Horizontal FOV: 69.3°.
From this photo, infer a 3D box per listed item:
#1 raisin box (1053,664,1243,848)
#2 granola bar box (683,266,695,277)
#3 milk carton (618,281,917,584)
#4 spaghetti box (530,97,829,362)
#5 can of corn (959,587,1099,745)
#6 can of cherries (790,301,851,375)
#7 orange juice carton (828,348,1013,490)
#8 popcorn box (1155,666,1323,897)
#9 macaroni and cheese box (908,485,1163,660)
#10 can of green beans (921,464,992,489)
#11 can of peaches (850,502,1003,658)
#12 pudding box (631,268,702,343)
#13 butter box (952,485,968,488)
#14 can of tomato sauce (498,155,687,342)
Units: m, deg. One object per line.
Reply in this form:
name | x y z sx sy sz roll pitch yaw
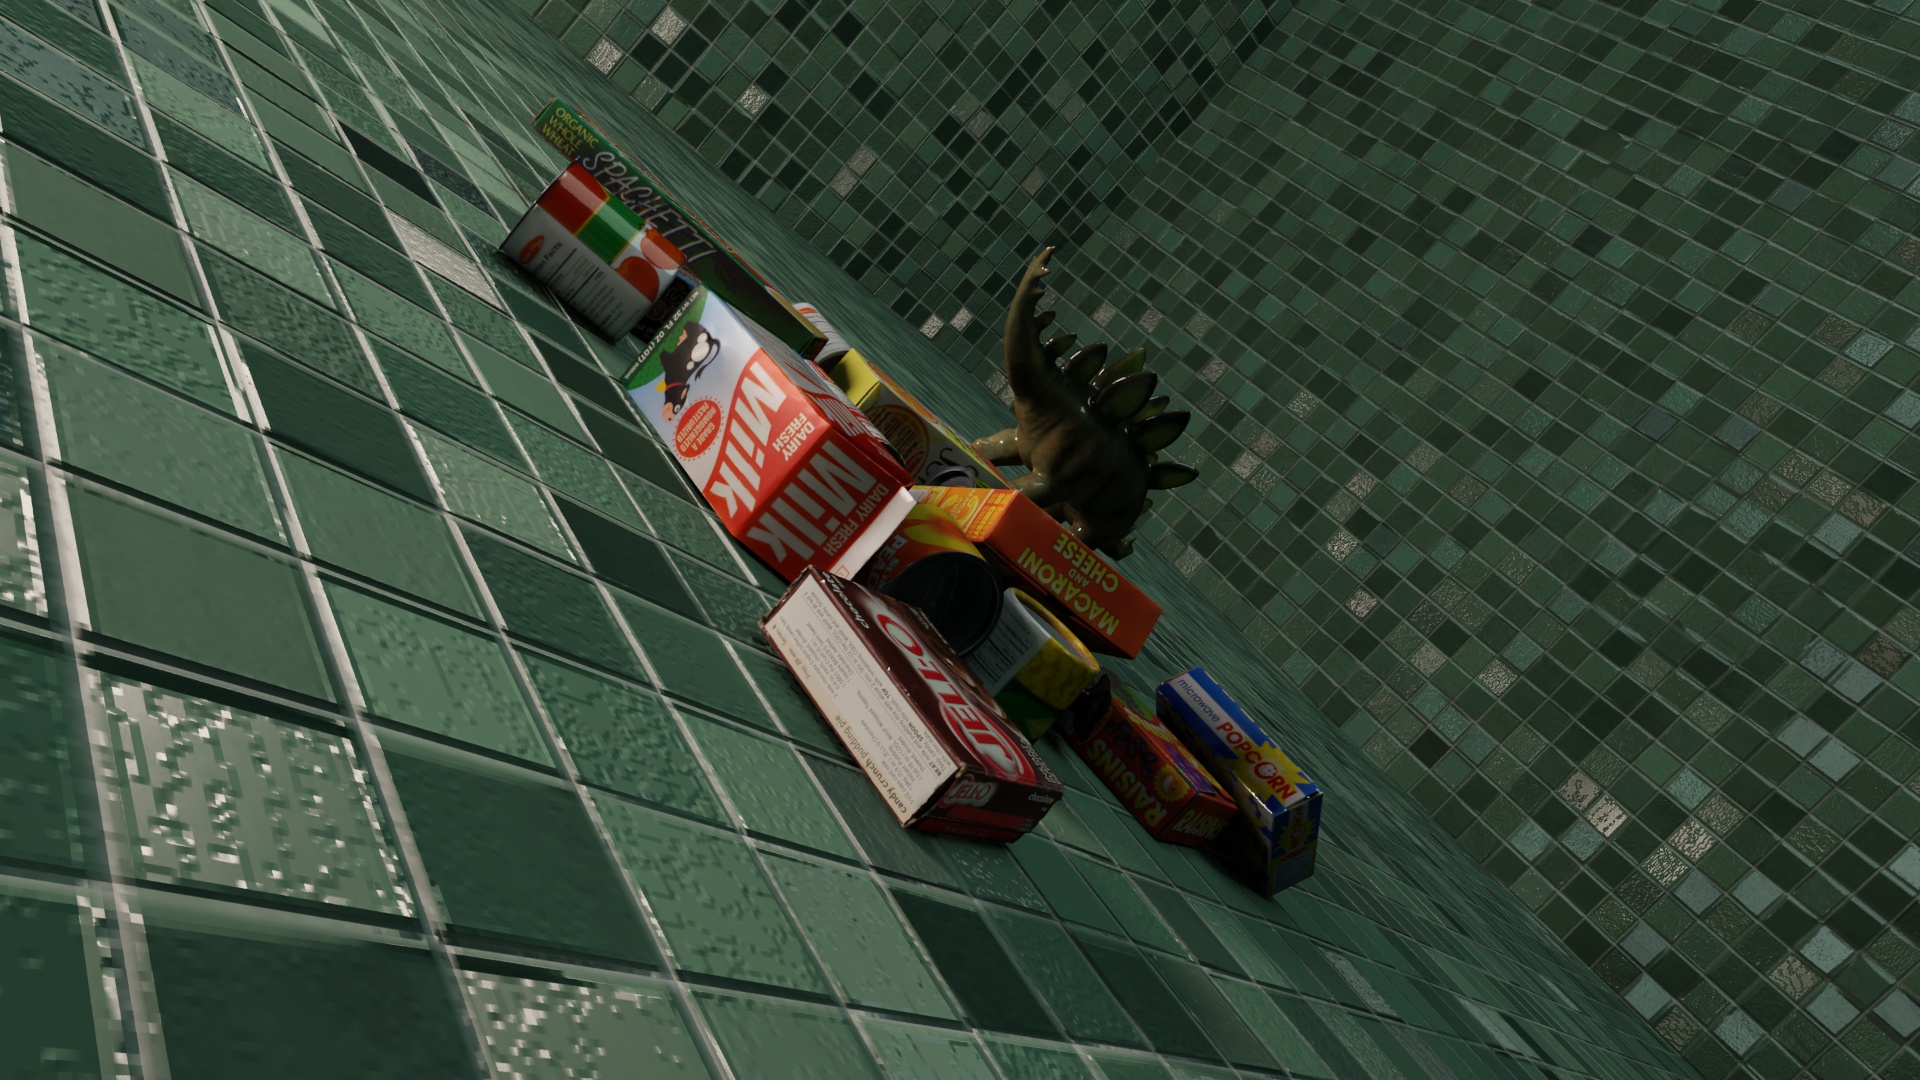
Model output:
raisin box | 0.106 0.126 0.840 0.124 0.040 0.086 47 9 31
granola bar box | -0.199 -0.172 0.983 0.165 0.039 0.124 41 8 -9
milk carton | -0.092 -0.046 0.701 0.073 0.072 0.191 33 11 -50
spaghetti box | -0.196 -0.215 0.976 0.250 0.028 0.050 43 7 1
can of corn | 0.032 0.068 0.730 0.071 0.058 0.071 41 8 -7
can of cherries | -0.124 -0.142 1.089 0.058 0.071 0.071 49 9 19
orange juice carton | -0.027 -0.051 1.039 0.192 0.073 0.072 37 8 -33
popcorn box | 0.174 0.152 0.888 0.127 0.038 0.084 49 -25 44
macaroni and cheese box | 0.029 0.018 0.854 0.123 0.040 0.166 38 -13 -23
can of green beans | 0.003 -0.010 0.986 0.057 0.071 0.071 37 9 -37
can of peaches | -0.021 0.021 0.704 0.071 0.071 0.058 37 9 -34
pudding box | -0.195 -0.155 0.873 0.083 0.049 0.030 34 12 -46
butter box | 0.036 0.003 0.935 0.053 0.024 0.103 15 -22 51
can of tomato sauce | -0.208 -0.166 0.797 0.083 0.071 0.071 40 8 -18
